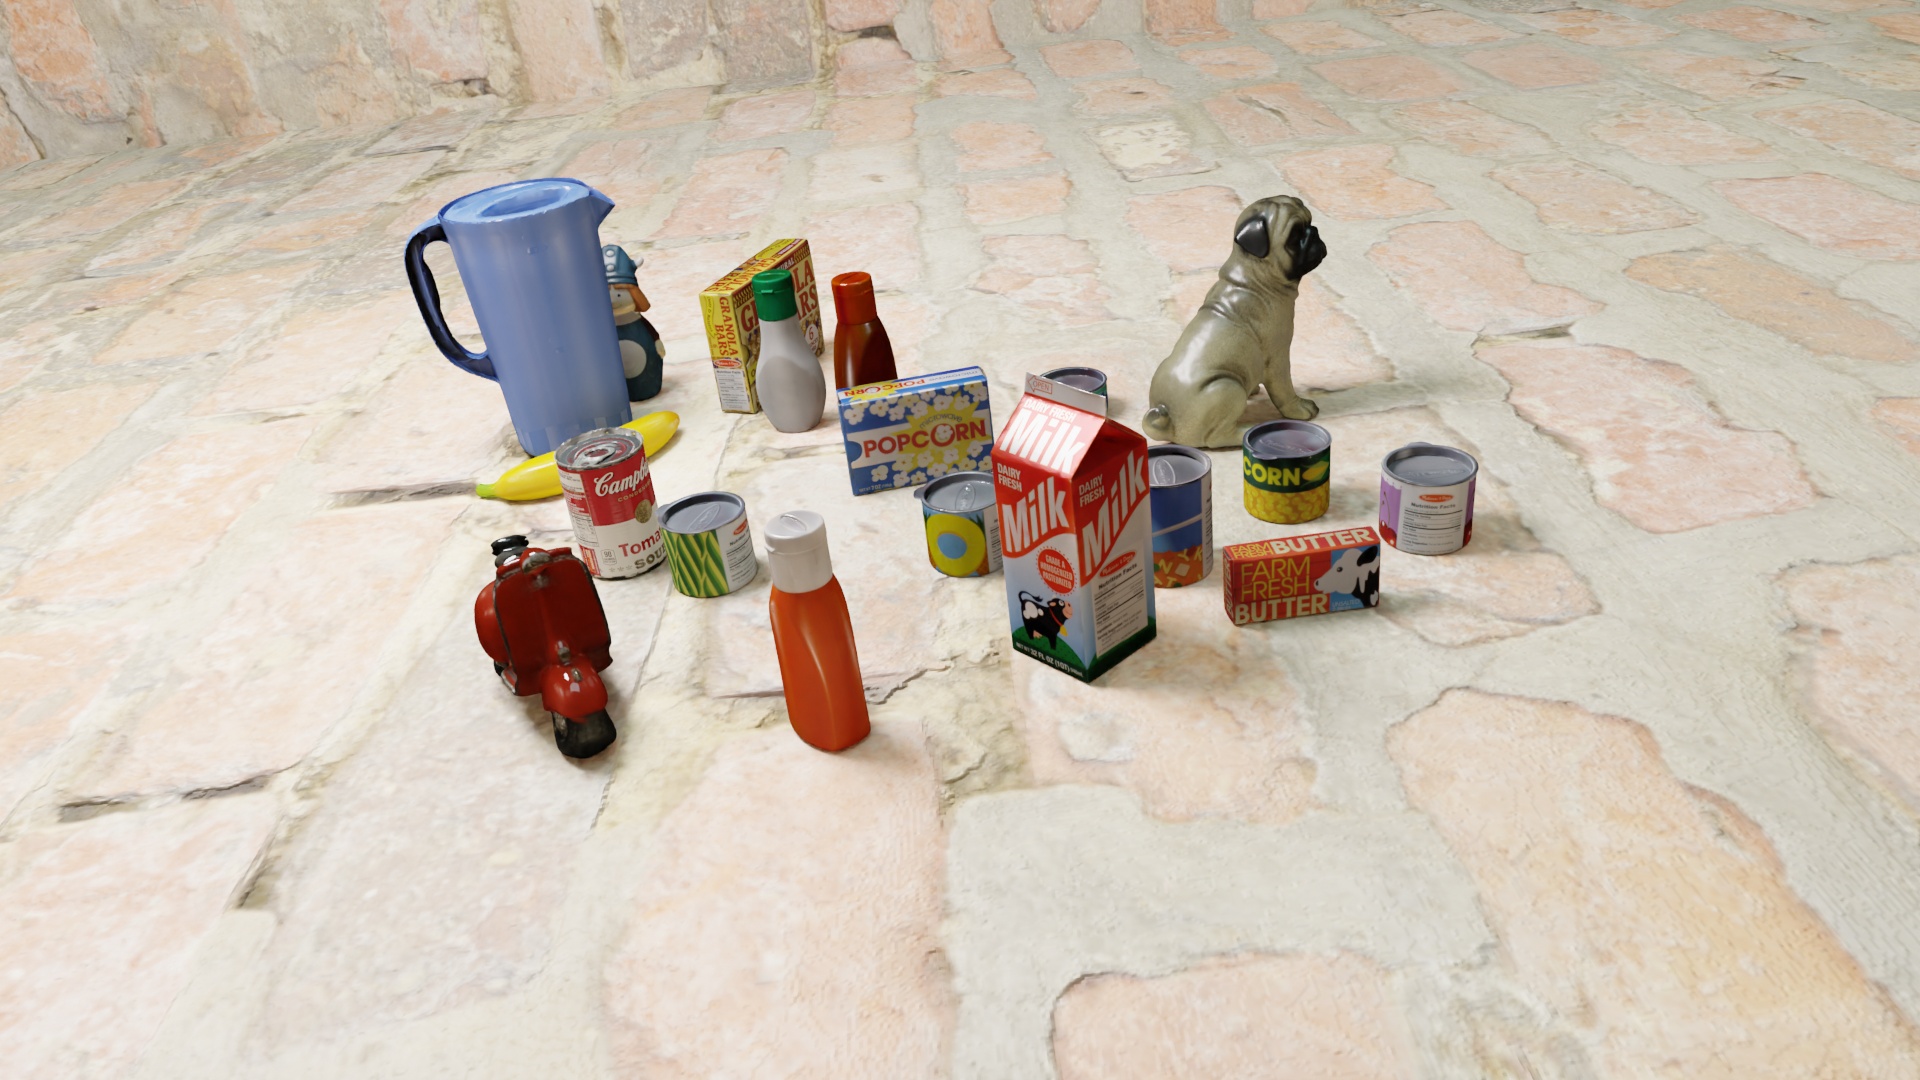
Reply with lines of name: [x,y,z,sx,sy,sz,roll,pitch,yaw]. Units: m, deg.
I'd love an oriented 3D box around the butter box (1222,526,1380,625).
butter box: [0.230,0.024,0.937,0.103,0.053,0.024,-7,29,-1]

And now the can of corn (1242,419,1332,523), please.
can of corn: [0.248,-0.052,1.063,0.071,0.058,0.071,-5,29,3]

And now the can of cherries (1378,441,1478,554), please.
can of cherries: [0.338,-0.031,1.008,0.071,0.058,0.072,-5,29,3]

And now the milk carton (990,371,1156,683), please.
milk carton: [0.074,-0.013,0.895,0.074,0.189,0.072,-29,35,-34]

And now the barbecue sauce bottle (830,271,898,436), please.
barbecue sauce bottle: [-0.087,-0.165,1.244,0.044,0.147,0.065,15,35,34]

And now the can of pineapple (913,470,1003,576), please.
can of pineapple: [0.004,-0.013,1.046,0.071,0.057,0.071,-5,29,3]

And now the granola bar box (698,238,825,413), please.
granola bar box: [-0.193,-0.216,1.383,0.039,0.123,0.166,5,31,20]

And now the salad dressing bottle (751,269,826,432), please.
salad dressing bottle: [-0.161,-0.174,1.276,0.064,0.147,0.044,-1,29,11]

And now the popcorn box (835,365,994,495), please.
popcorn box: [-0.036,-0.093,1.169,0.127,0.084,0.038,-11,29,-7]

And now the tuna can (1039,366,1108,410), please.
tuna can: [0.100,-0.130,1.260,0.071,0.032,0.071,-5,29,3]

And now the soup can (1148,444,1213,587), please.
soup can: [0.145,-0.018,0.997,0.071,0.083,0.072,-5,29,3]

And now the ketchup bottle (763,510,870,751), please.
ketchup bottle: [-0.091,0.054,0.851,0.044,0.148,0.065,-25,33,-29]

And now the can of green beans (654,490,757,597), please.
can of green beans: [-0.192,0.003,1.058,0.071,0.057,0.071,-5,29,3]
